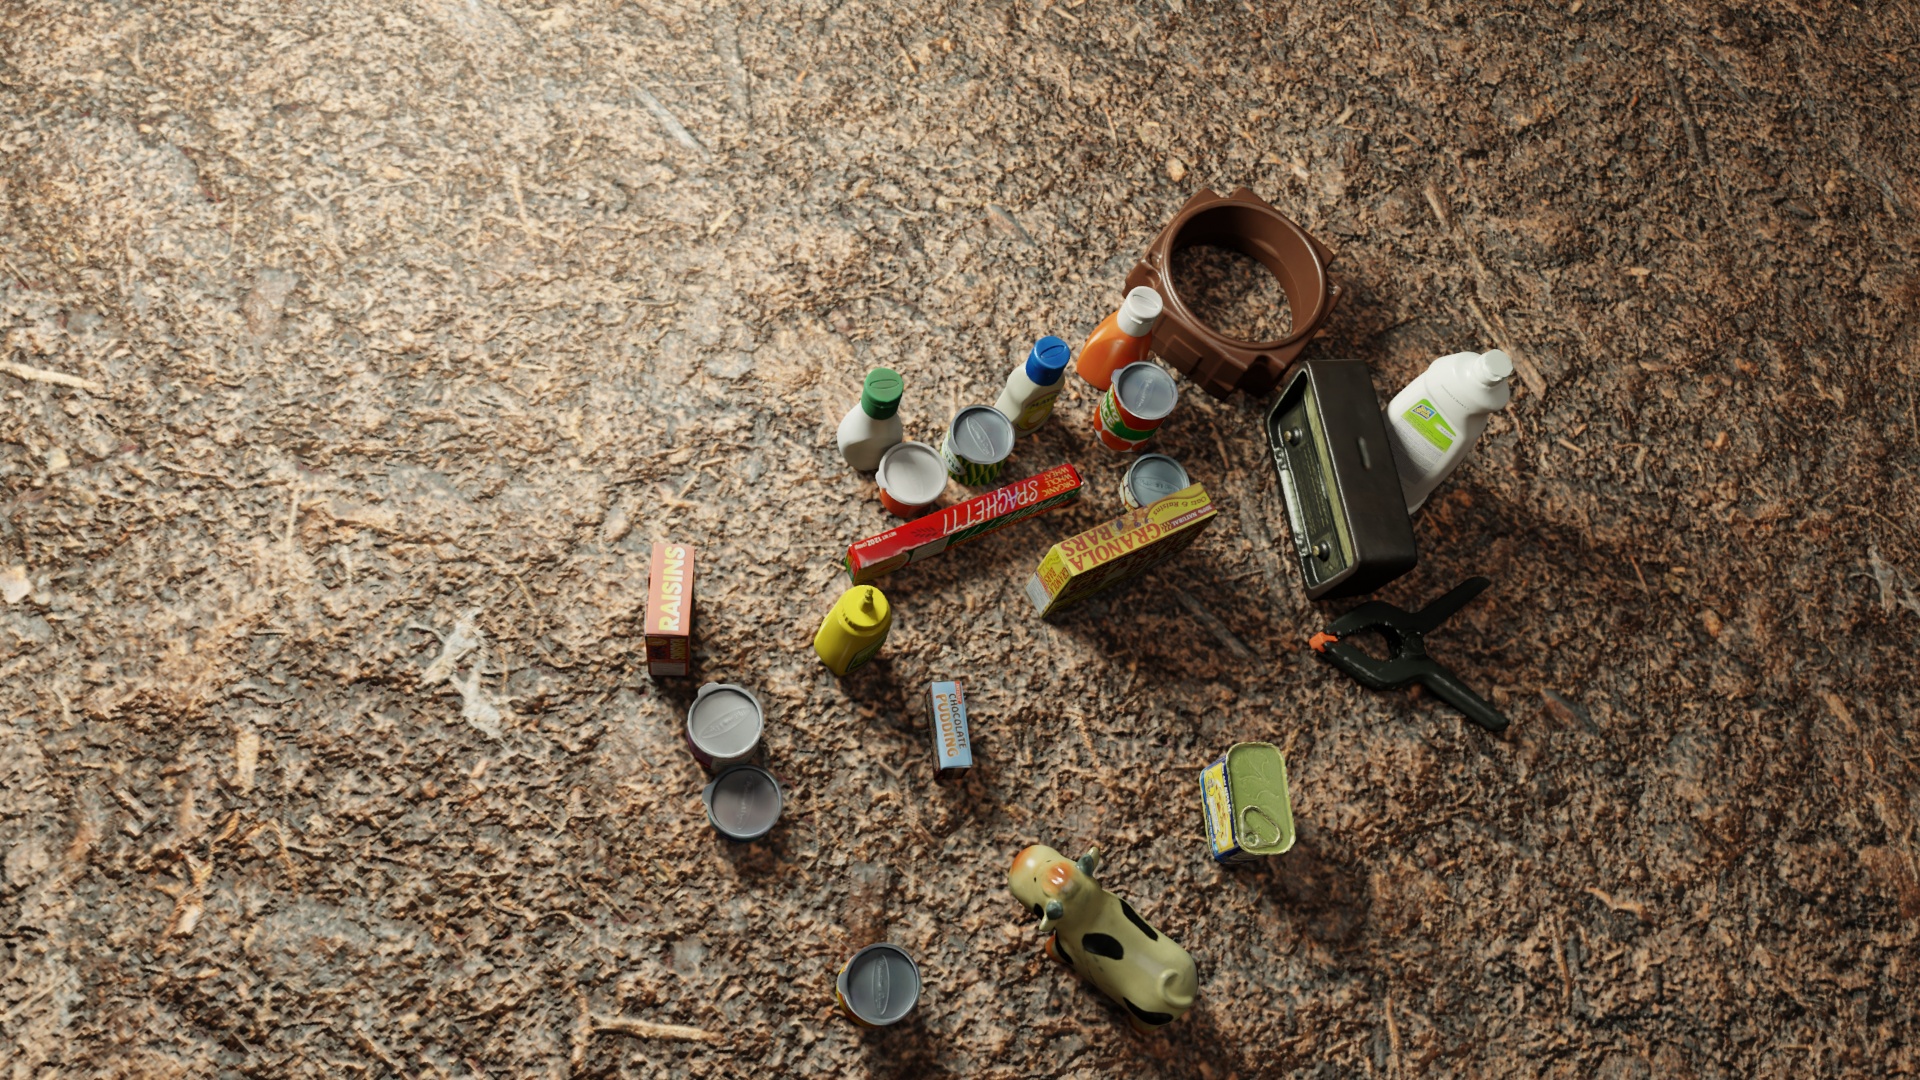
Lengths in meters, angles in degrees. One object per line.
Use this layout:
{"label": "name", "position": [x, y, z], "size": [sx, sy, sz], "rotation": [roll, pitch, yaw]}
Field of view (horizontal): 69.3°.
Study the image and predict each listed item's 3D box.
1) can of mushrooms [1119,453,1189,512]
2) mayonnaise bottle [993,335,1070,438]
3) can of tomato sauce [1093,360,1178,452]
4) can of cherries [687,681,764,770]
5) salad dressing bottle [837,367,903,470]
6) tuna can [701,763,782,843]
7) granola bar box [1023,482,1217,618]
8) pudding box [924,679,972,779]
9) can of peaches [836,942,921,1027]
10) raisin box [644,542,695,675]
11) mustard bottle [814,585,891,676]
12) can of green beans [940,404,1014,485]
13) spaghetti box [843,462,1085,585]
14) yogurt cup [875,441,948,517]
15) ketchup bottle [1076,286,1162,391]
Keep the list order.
{"label": "can of mushrooms", "position": [0.199, -0.051, 1.431], "size": [0.071, 0.033, 0.071], "rotation": [4, 68, -10]}
{"label": "mayonnaise bottle", "position": [0.073, -0.152, 1.383], "size": [0.065, 0.147, 0.041], "rotation": [-24, 75, -19]}
{"label": "can of tomato sauce", "position": [0.178, -0.137, 1.434], "size": [0.071, 0.082, 0.071], "rotation": [4, 68, -10]}
{"label": "can of cherries", "position": [-0.212, 0.166, 1.243], "size": [0.071, 0.058, 0.072], "rotation": [4, 68, -10]}
{"label": "salad dressing bottle", "position": [-0.082, -0.116, 1.336], "size": [0.064, 0.147, 0.044], "rotation": [-6, 70, -14]}
{"label": "tuna can", "position": [-0.194, 0.234, 1.233], "size": [0.071, 0.032, 0.071], "rotation": [4, 68, -10]}
{"label": "granola bar box", "position": [0.154, 0.011, 1.346], "size": [0.166, 0.123, 0.039], "rotation": [-23, 75, -19]}
{"label": "pudding box", "position": [-0.012, 0.176, 1.286], "size": [0.030, 0.049, 0.084], "rotation": [-2, 69, -13]}
{"label": "can of peaches", "position": [-0.073, 0.380, 1.185], "size": [0.071, 0.057, 0.071], "rotation": [4, 68, -10]}
{"label": "raisin box", "position": [-0.259, 0.063, 1.239], "size": [0.040, 0.123, 0.086], "rotation": [4, 68, -10]}
{"label": "mustard bottle", "position": [-0.093, 0.075, 1.249], "size": [0.065, 0.159, 0.049], "rotation": [-37, 80, -22]}
{"label": "can of green beans", "position": [0.016, -0.095, 1.397], "size": [0.071, 0.057, 0.071], "rotation": [4, 68, -10]}
{"label": "spaghetti box", "position": [0.005, -0.017, 1.367], "size": [0.251, 0.050, 0.029], "rotation": [-21, 74, -19]}
{"label": "yogurt cup", "position": [-0.050, -0.057, 1.370], "size": [0.072, 0.053, 0.072], "rotation": [4, 68, -10]}
{"label": "ketchup bottle", "position": [0.167, -0.206, 1.424], "size": [0.065, 0.148, 0.044], "rotation": [25, 66, -1]}
